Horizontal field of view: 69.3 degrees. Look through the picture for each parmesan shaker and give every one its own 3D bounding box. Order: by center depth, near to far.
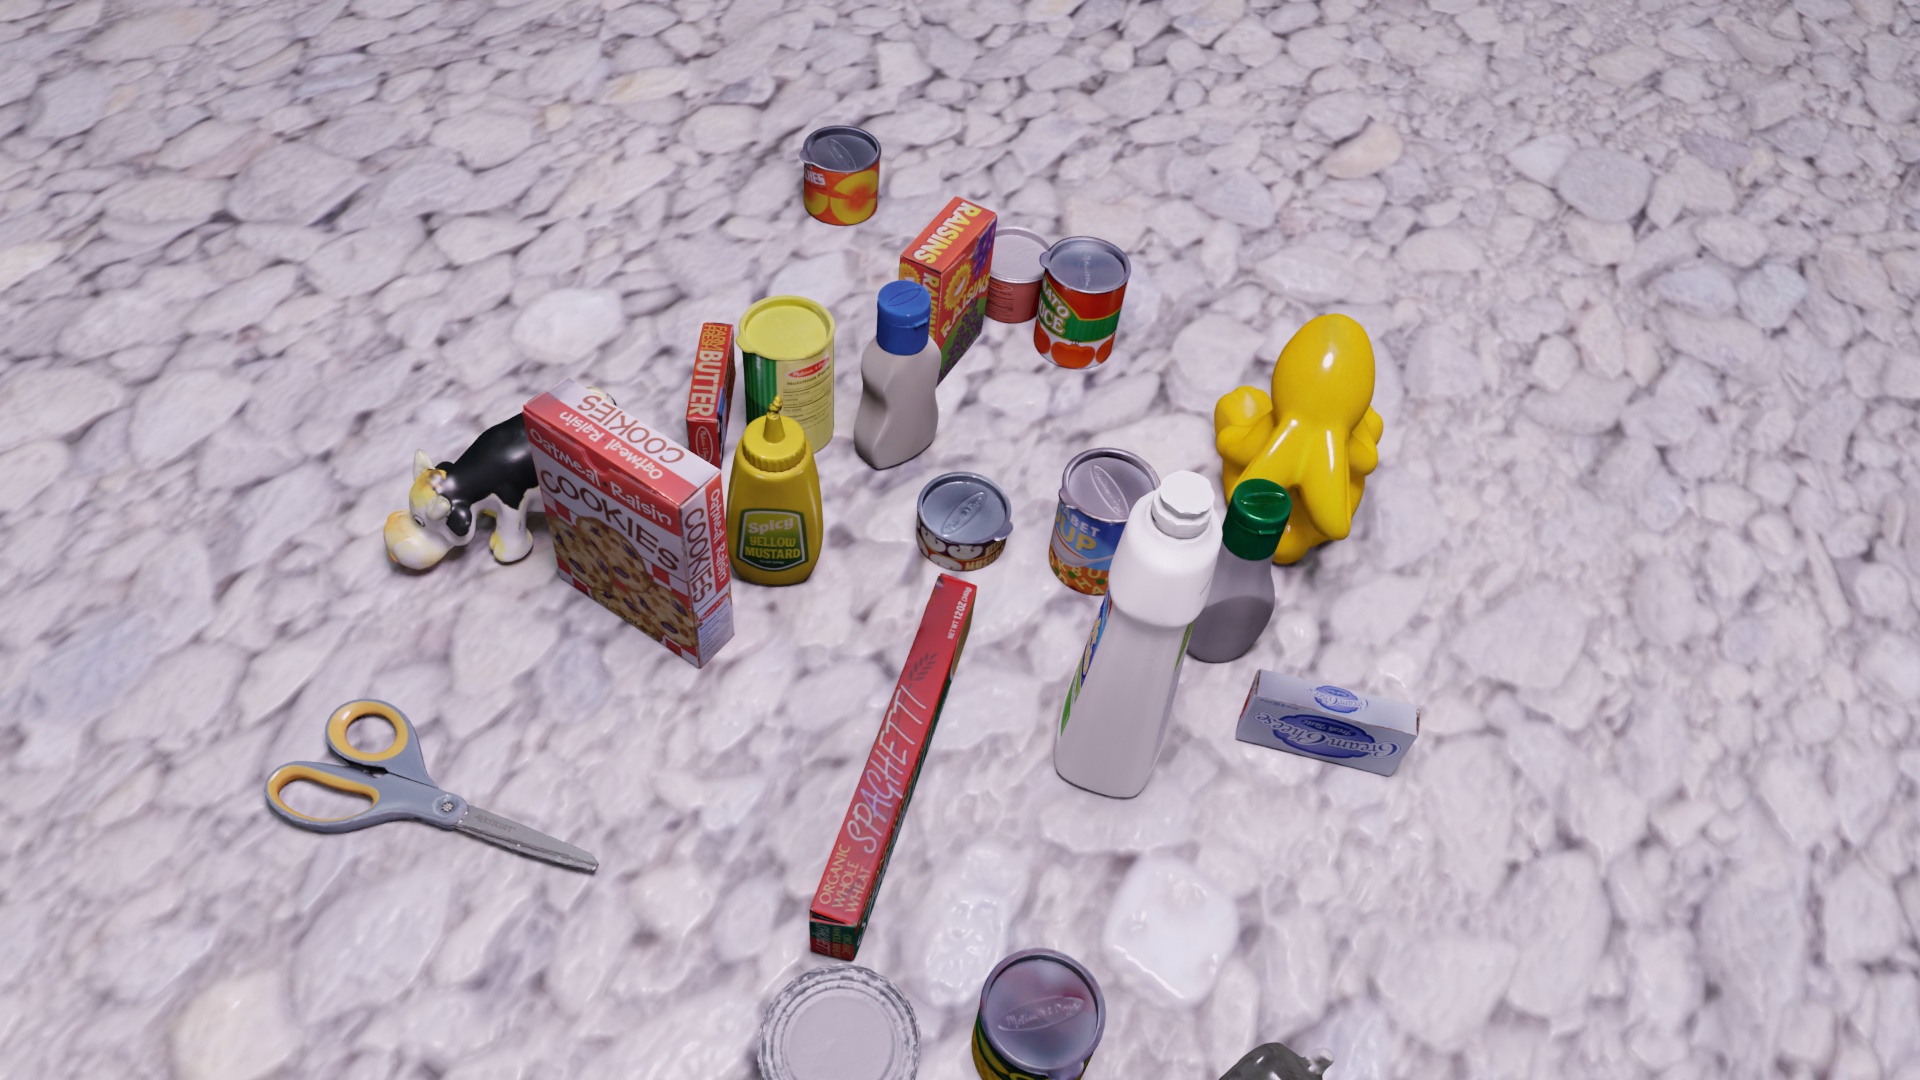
[{"bbox_3d":[-0.126,-0.116,1.001,0.071,0.102,0.072,3,51,-4],"label":"parmesan shaker"}]

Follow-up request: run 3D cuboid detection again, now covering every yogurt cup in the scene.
[{"bbox_3d":[0.042,-0.214,1.130,0.072,0.053,0.073,3,51,-4],"label":"yogurt cup"}]

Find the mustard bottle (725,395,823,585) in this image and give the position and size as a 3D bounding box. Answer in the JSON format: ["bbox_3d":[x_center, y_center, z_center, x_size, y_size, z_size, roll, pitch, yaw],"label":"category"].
[{"bbox_3d":[-0.121,-0.034,0.898,0.065,0.159,0.049,1,51,-5],"label":"mustard bottle"}]

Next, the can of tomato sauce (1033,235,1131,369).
[{"bbox_3d":[0.093,-0.186,1.094,0.071,0.082,0.071,3,51,-4],"label":"can of tomato sauce"}]

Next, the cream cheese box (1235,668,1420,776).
[{"bbox_3d":[0.232,0.116,0.883,0.104,0.053,0.024,13,51,5],"label":"cream cheese box"}]

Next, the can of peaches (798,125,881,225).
[{"bbox_3d":[-0.104,-0.312,1.191,0.071,0.057,0.071,3,51,-4],"label":"can of peaches"}]

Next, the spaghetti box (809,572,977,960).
[{"bbox_3d":[-0.038,0.131,0.845,0.029,0.049,0.251,15,51,6],"label":"spaghetti box"}]

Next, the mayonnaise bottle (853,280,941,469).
[{"bbox_3d":[-0.043,-0.117,0.982,0.065,0.147,0.041,-31,60,-27],"label":"mayonnaise bottle"}]

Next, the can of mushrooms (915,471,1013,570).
[{"bbox_3d":[0.003,-0.012,0.975,0.071,0.033,0.071,3,51,-4],"label":"can of mushrooms"}]

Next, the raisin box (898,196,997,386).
[{"bbox_3d":[-0.013,-0.186,1.056,0.040,0.122,0.086,26,53,15],"label":"raisin box"}]

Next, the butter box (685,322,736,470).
[{"bbox_3d":[-0.182,-0.107,1.020,0.024,0.052,0.104,3,51,-3],"label":"butter box"}]

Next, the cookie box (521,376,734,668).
[{"bbox_3d":[-0.203,-0.007,0.864,0.123,0.166,0.040,30,55,17],"label":"cookie box"}]

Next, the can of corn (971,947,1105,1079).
[{"bbox_3d":[0.041,0.263,0.741,0.071,0.058,0.071,3,51,-4],"label":"can of corn"}]

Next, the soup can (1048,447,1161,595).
[{"bbox_3d":[0.095,-0.012,0.952,0.071,0.083,0.072,3,51,-4],"label":"soup can"}]

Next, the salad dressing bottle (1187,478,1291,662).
[{"bbox_3d":[0.177,0.021,0.894,0.064,0.146,0.044,-3,52,-8],"label":"salad dressing bottle"}]
